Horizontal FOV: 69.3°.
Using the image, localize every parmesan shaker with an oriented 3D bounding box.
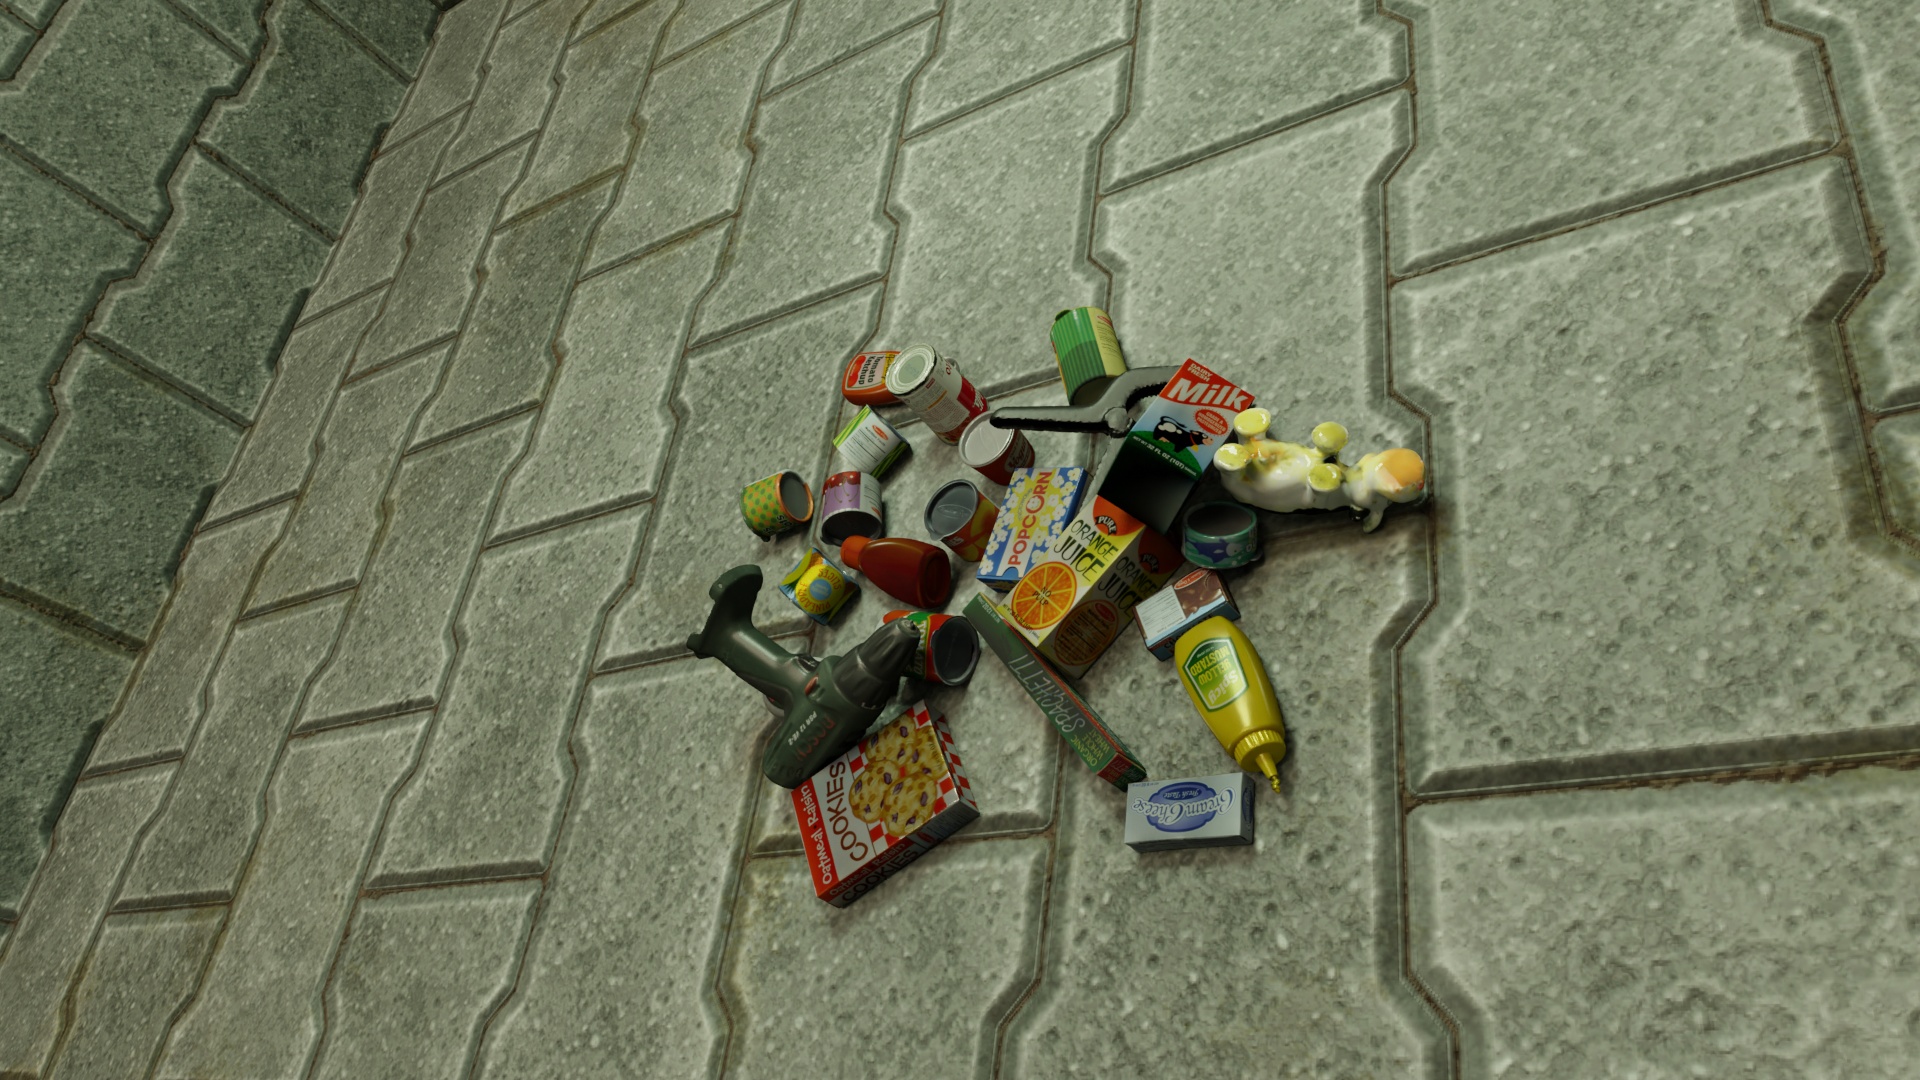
[{"bbox_3d":[0.130,-0.179,1.403,0.071,0.071,0.103,-29,46,21],"label":"parmesan shaker"}]

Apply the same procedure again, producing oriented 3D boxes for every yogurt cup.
[{"bbox_3d":[0.040,-0.093,1.429,0.072,0.054,0.073,-22,49,28],"label":"yogurt cup"}]

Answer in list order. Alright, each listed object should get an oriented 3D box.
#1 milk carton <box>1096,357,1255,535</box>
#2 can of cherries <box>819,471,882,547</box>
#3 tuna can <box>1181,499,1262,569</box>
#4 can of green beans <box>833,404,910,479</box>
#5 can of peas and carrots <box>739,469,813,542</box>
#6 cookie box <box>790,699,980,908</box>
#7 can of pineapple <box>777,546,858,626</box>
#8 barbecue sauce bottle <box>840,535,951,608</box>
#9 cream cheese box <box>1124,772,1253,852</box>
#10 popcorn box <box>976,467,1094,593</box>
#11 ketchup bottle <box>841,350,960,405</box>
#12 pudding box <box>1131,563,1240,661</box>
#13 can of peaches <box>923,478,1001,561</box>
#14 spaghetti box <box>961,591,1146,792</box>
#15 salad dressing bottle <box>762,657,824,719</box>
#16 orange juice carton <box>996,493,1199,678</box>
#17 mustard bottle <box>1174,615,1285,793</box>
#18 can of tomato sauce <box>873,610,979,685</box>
[{"bbox_3d":[0.201,-0.096,1.236,0.072,0.073,0.191,32,45,9],"label":"milk carton"},{"bbox_3d":[-0.121,-0.033,1.510,0.071,0.071,0.059,-25,48,25],"label":"can of cherries"},{"bbox_3d":[0.227,-0.006,1.205,0.071,0.032,0.071,-5,32,3],"label":"tuna can"},{"bbox_3d":[-0.099,-0.108,1.548,0.058,0.071,0.071,-46,42,5],"label":"can of green beans"},{"bbox_3d":[-0.210,-0.040,1.593,0.058,0.071,0.071,-20,50,28],"label":"can of peas and carrots"},{"bbox_3d":[-0.073,0.245,1.294,0.167,0.040,0.123,-36,44,13],"label":"cookie box"},{"bbox_3d":[-0.151,0.049,1.477,0.058,0.071,0.071,-50,42,-1],"label":"can of pineapple"},{"bbox_3d":[-0.070,0.025,1.439,0.148,0.044,0.064,17,108,50],"label":"barbecue sauce bottle"},{"bbox_3d":[0.183,0.218,1.111,0.103,0.024,0.053,-13,55,33],"label":"cream cheese box"},{"bbox_3d":[0.076,-0.010,1.352,0.085,0.038,0.127,2,62,39],"label":"popcorn box"},{"bbox_3d":[-0.067,-0.188,1.595,0.148,0.043,0.065,2,62,40],"label":"ketchup bottle"},{"bbox_3d":[0.196,0.062,1.207,0.083,0.030,0.050,-33,44,17],"label":"pudding box"},{"bbox_3d":[0.005,-0.018,1.402,0.071,0.058,0.071,-21,50,28],"label":"can of peaches"},{"bbox_3d":[0.079,0.131,1.241,0.028,0.050,0.251,-48,43,6],"label":"spaghetti box"},{"bbox_3d":[-0.132,0.144,1.412,0.147,0.044,0.064,-18,58,30],"label":"salad dressing bottle"},{"bbox_3d":[0.132,0.023,1.256,0.192,0.073,0.072,-49,42,1],"label":"orange juice carton"},{"bbox_3d":[0.225,0.135,1.117,0.065,0.048,0.161,-37,44,16],"label":"mustard bottle"},{"bbox_3d":[-0.035,0.102,1.341,0.083,0.071,0.071,3,64,42],"label":"can of tomato sauce"}]
